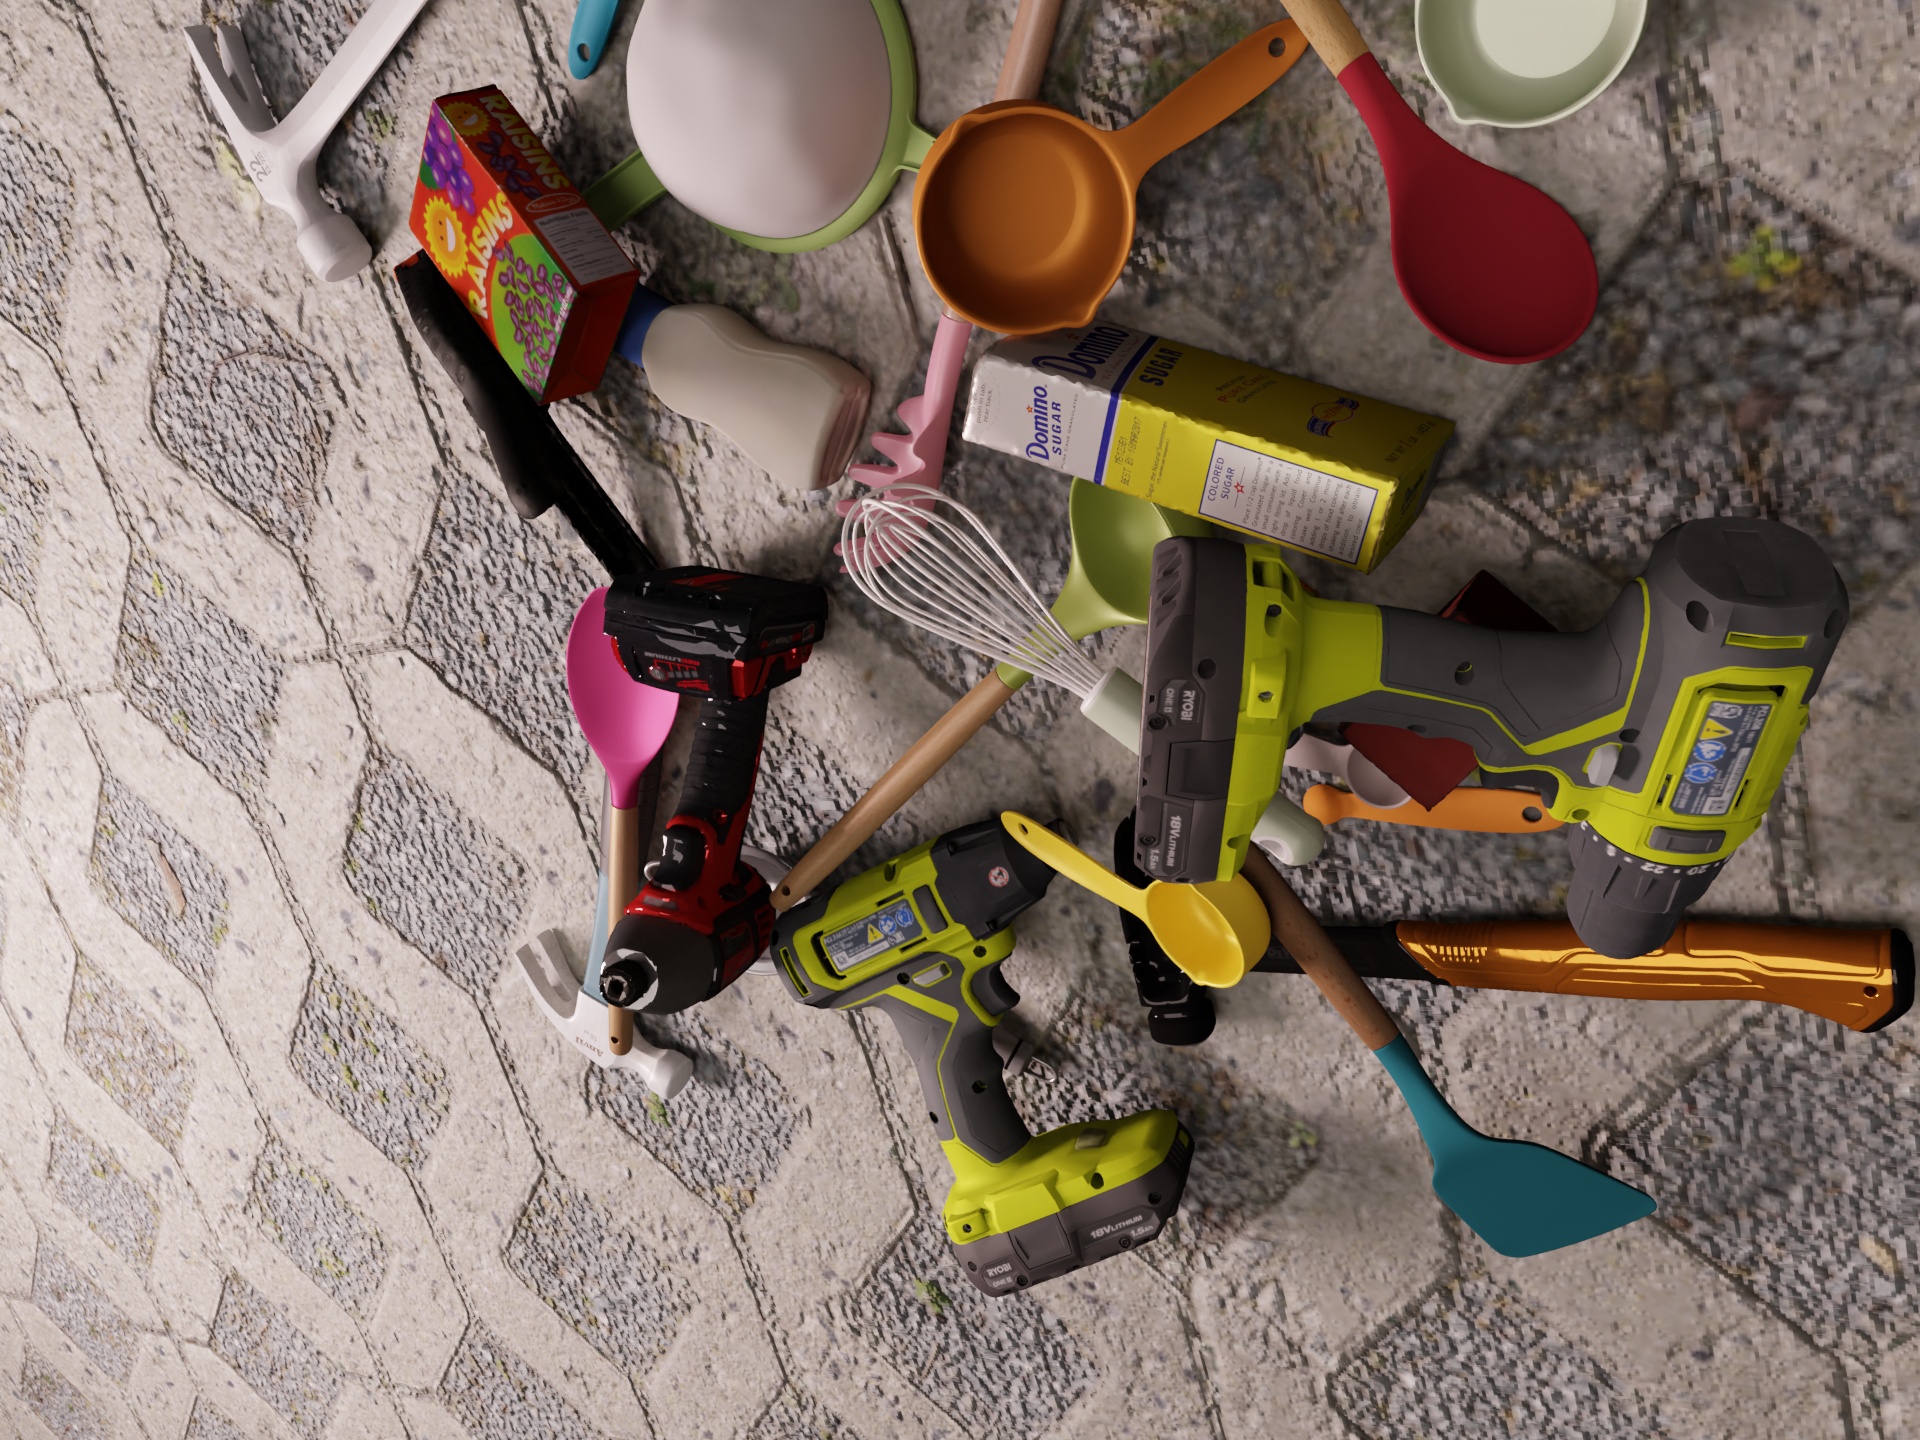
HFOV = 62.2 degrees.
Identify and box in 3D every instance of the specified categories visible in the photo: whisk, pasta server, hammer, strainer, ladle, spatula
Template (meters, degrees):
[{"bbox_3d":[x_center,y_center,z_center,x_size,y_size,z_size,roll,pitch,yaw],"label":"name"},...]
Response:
[{"bbox_3d":[0.053,-0.019,0.674,0.246,0.059,0.057,37,161,3],"label":"whisk"},{"bbox_3d":[-0.001,-0.204,0.697,0.040,0.060,0.316,7,122,-17],"label":"pasta server"},{"bbox_3d":[-0.202,0.081,0.961,0.128,0.033,0.330,25,123,18],"label":"hammer"},{"bbox_3d":[-0.058,0.136,0.896,0.258,0.050,0.086,29,120,10],"label":"strainer"},{"bbox_3d":[-0.139,-0.264,0.731,0.256,0.069,0.151,-21,101,35],"label":"strainer"},{"bbox_3d":[-0.001,-0.002,0.751,0.320,0.062,0.078,-44,72,28],"label":"ladle"},{"bbox_3d":[0.228,0.097,0.707,0.337,0.034,0.127,-2,113,32],"label":"hammer"},{"bbox_3d":[-0.248,-0.382,0.762,0.405,0.035,0.144,-29,96,37],"label":"hammer"},{"bbox_3d":[0.177,0.118,0.714,0.317,0.044,0.082,52,130,3],"label":"spatula"},{"bbox_3d":[0.131,-0.265,0.591,0.069,0.031,0.315,-34,89,-4],"label":"ladle"}]

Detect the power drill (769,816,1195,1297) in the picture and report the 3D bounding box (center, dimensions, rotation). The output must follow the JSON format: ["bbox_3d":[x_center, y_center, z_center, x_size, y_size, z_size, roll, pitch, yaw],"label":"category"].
[{"bbox_3d":[0.022,0.167,0.825,0.171,0.080,0.223,-27,92,19],"label":"power drill"}]

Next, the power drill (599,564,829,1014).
[{"bbox_3d":[-0.133,0.038,0.801,0.078,0.143,0.219,11,102,14],"label":"power drill"}]

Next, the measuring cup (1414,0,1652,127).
[{"bbox_3d":[0.166,-0.275,0.563,0.168,0.038,0.083,38,127,13],"label":"measuring cup"}]

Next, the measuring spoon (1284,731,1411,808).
[{"bbox_3d":[0.152,0.009,0.726,0.124,0.018,0.034,17,115,31],"label":"measuring spoon"}]

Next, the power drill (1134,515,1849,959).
[{"bbox_3d":[0.181,0.013,0.588,0.228,0.080,0.190,4,133,6],"label":"power drill"}]

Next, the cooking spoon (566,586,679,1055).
[{"bbox_3d":[-0.194,0.068,0.918,0.069,0.017,0.318,15,120,12],"label":"cooking spoon"}]

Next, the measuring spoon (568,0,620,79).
[{"bbox_3d":[-0.155,-0.351,0.737,0.042,0.021,0.128,47,137,5],"label":"measuring spoon"}]

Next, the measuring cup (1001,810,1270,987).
[{"bbox_3d":[0.079,0.070,0.739,0.157,0.029,0.062,29,141,43],"label":"measuring cup"}]

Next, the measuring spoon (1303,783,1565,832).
[{"bbox_3d":[0.208,0.040,0.705,0.117,0.011,0.021,1,113,31],"label":"measuring spoon"}]

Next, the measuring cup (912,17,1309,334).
[{"bbox_3d":[0.058,-0.228,0.639,0.173,0.052,0.095,-33,116,8],"label":"measuring cup"}]
